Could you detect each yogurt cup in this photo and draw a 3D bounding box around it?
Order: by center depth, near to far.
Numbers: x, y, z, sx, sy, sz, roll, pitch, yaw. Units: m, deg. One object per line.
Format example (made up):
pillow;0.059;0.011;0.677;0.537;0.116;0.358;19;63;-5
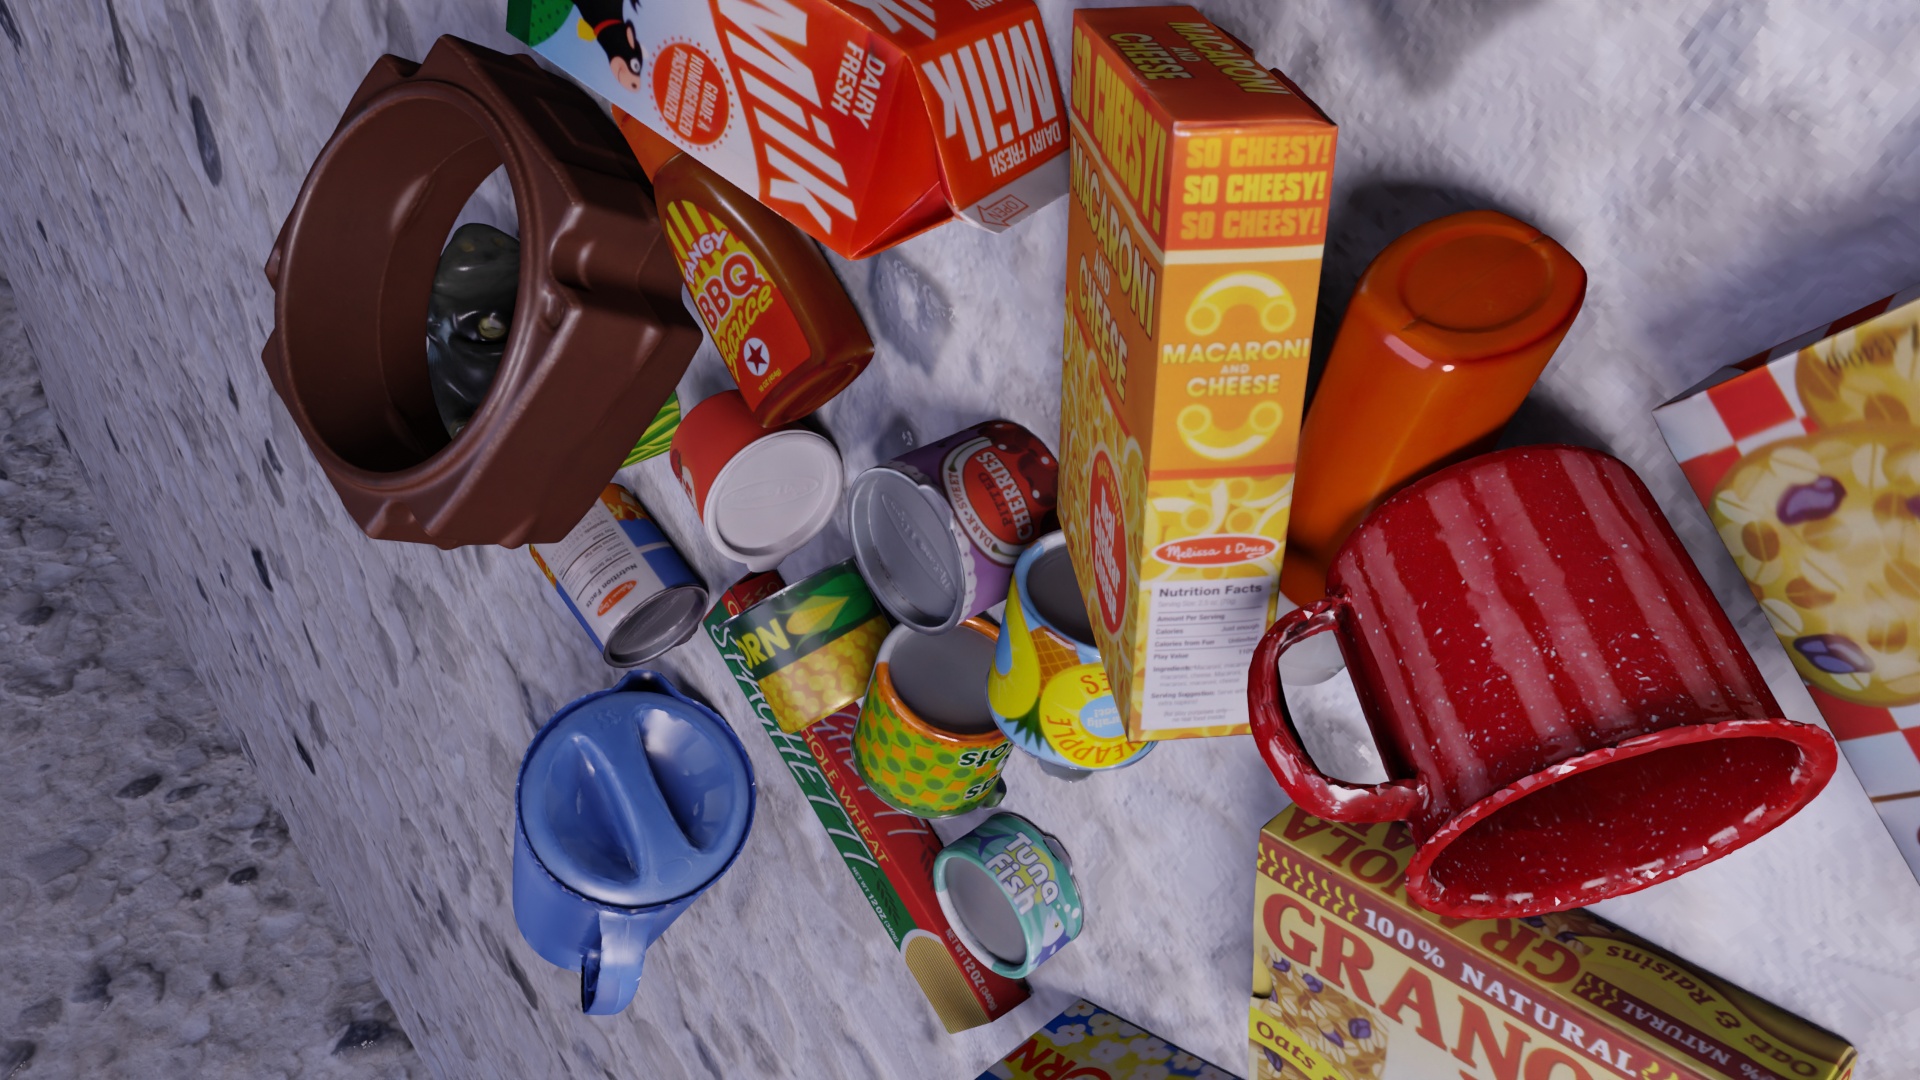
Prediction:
yogurt cup;-0.094;-0.032;0.621;0.054;0.072;0.072;44;141;38

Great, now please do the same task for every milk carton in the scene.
milk carton;-0.047;-0.155;0.437;0.191;0.073;0.073;35;134;13

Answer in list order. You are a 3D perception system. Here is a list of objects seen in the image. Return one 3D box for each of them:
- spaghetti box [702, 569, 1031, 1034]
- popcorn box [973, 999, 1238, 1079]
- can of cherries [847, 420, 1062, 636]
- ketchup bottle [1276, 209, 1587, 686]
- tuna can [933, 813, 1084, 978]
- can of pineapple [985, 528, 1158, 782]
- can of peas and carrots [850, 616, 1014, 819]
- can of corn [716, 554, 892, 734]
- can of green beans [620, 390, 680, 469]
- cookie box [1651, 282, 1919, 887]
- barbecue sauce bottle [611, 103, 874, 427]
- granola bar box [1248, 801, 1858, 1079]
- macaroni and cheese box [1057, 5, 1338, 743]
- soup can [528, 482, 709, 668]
spaghetti box;-0.051;0.129;0.697;0.250;0.029;0.050;57;144;9
popcorn box;0.066;0.247;0.571;0.126;0.085;0.038;9;117;50
can of cherries;0.002;-0.006;0.516;0.071;0.058;0.071;30;133;39
ketchup bottle;0.110;-0.014;0.372;0.043;0.065;0.148;44;149;25
tuna can;0.021;0.157;0.617;0.071;0.033;0.070;31;134;38
can of pineapple;0.046;0.038;0.479;0.071;0.071;0.057;40;139;30
can of peas and carrots;-0.006;0.073;0.570;0.071;0.071;0.058;46;141;24
can of corn;-0.066;0.048;0.627;0.071;0.071;0.058;-30;88;55
can of green beans;-0.187;-0.068;0.721;0.071;0.058;0.071;30;133;38
cookie box;0.230;0.020;0.255;0.122;0.040;0.167;-34;83;55
barbecue sauce bottle;-0.094;-0.124;0.577;0.064;0.044;0.148;-35;82;45
granola bar box;0.167;0.165;0.429;0.166;0.039;0.123;24;129;42
macaroni and cheese box;0.057;-0.049;0.382;0.124;0.040;0.165;-101;9;-58
soup can;-0.190;0.019;0.776;0.084;0.071;0.071;49;143;21
